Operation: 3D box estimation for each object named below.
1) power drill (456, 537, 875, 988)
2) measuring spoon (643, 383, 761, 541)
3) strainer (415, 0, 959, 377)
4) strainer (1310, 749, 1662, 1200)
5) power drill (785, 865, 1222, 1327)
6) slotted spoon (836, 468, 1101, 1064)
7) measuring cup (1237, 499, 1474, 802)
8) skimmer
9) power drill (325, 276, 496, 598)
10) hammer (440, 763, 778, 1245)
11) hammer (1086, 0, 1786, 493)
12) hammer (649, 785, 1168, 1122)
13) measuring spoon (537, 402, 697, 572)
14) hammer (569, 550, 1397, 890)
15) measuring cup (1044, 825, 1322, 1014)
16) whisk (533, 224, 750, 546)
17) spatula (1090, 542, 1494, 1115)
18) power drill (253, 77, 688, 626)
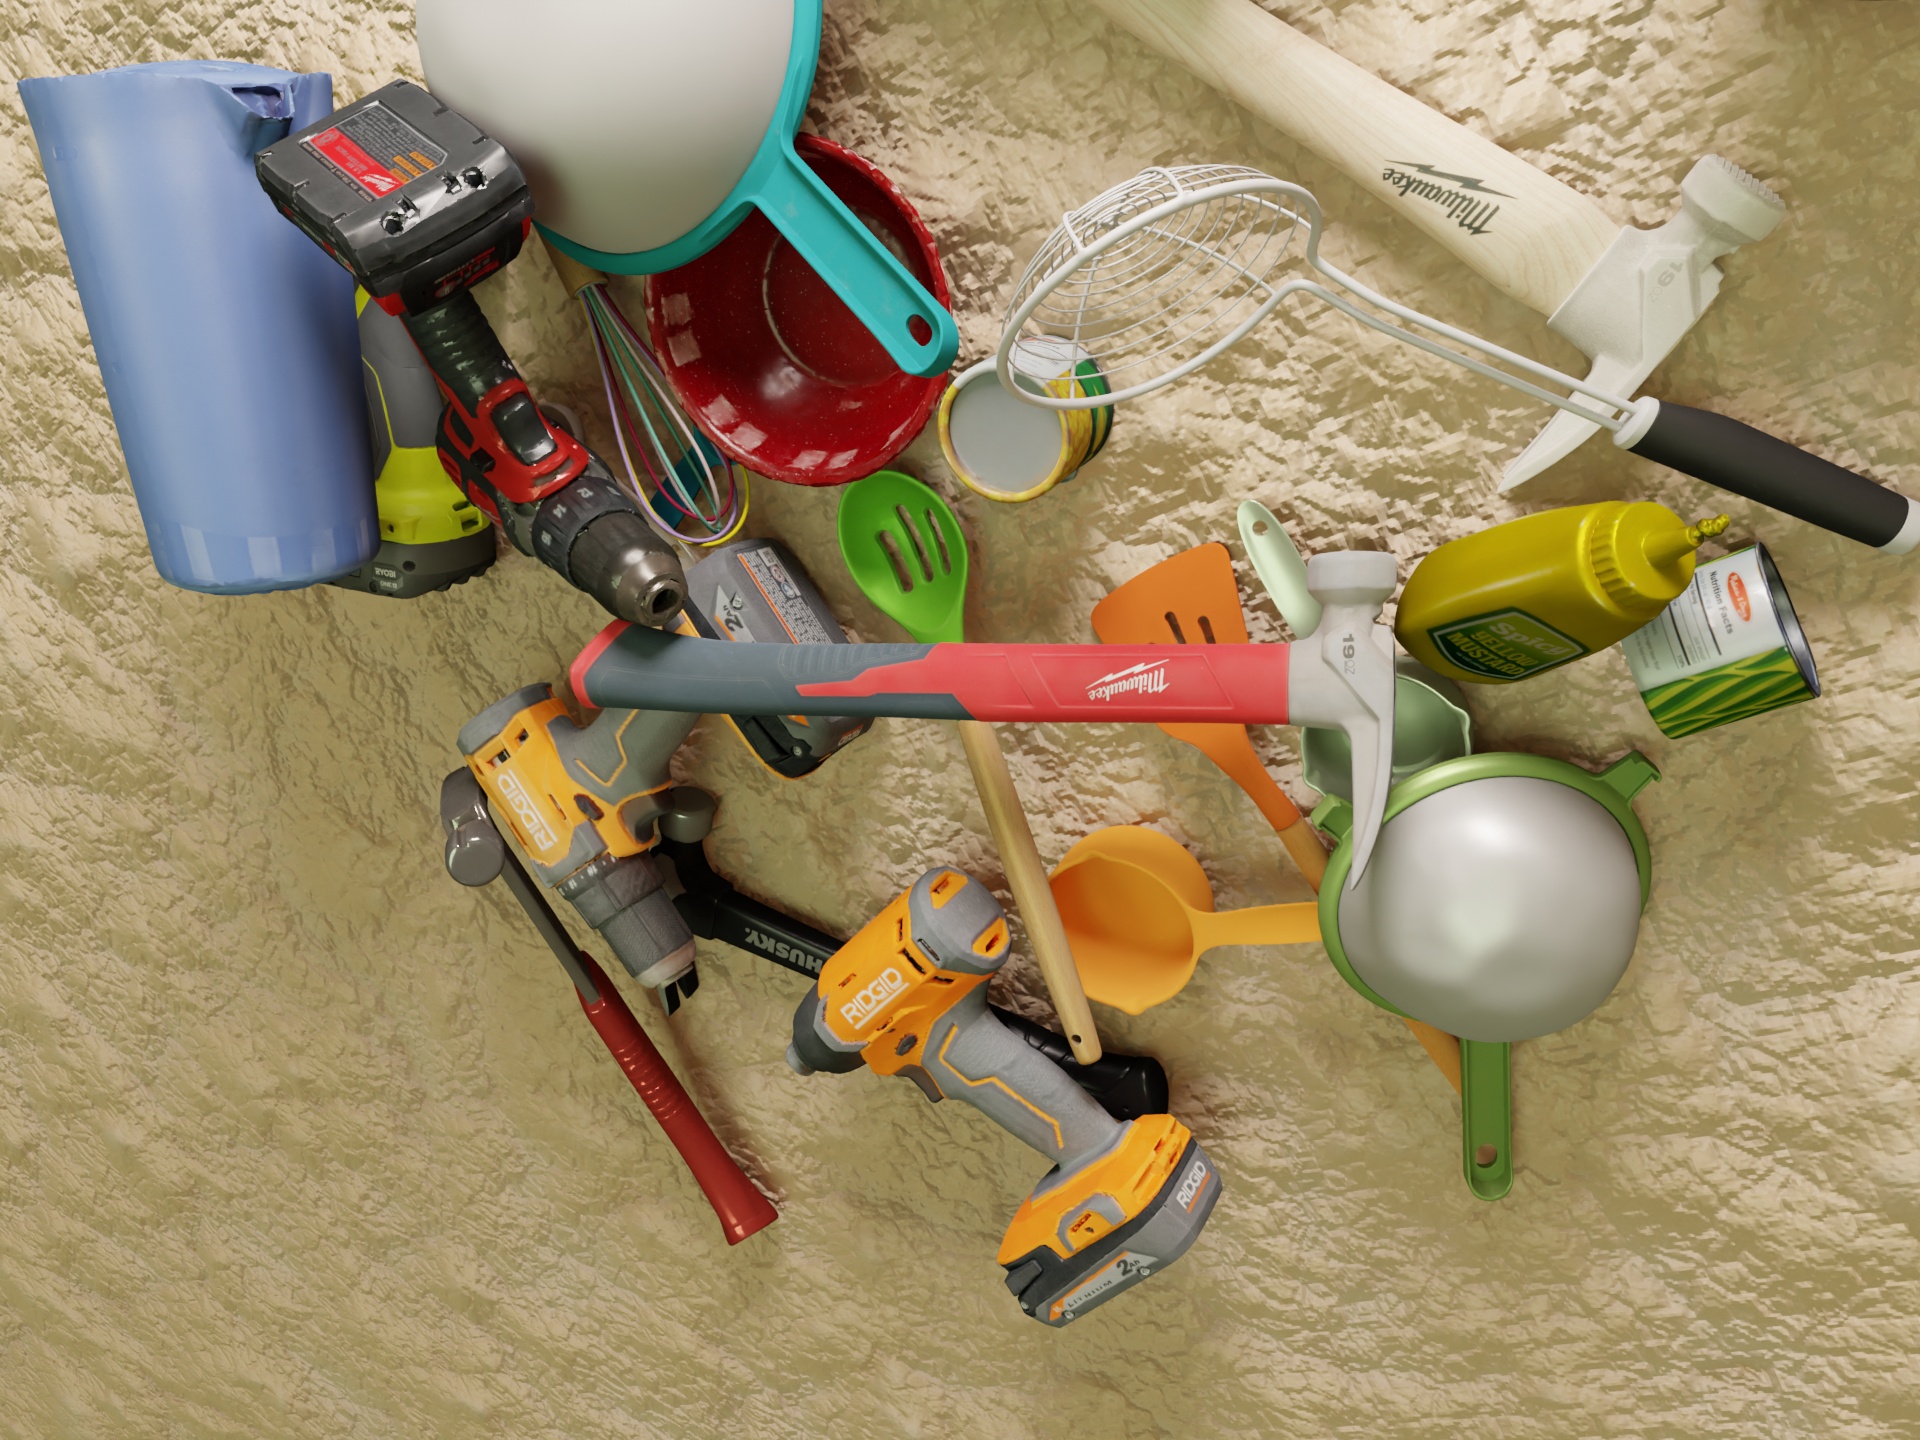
[{"bbox_3d":[-0.151,0.030,0.861,0.226,0.084,0.185,-33,89,26],"label":"power drill"},{"bbox_3d":[-0.138,-0.132,0.845,0.042,0.021,0.128,51,133,5],"label":"measuring spoon"},{"bbox_3d":[-0.130,-0.261,0.666,0.341,0.095,0.211,50,120,21],"label":"strainer"},{"bbox_3d":[0.248,0.139,0.730,0.151,0.069,0.256,-8,117,4],"label":"strainer"},{"bbox_3d":[0.011,0.207,0.853,0.226,0.084,0.164,49,123,3],"label":"power drill"},{"bbox_3d":[0.012,0.023,0.797,0.070,0.031,0.314,-20,89,32],"label":"slotted spoon"},{"bbox_3d":[0.175,-0.032,0.728,0.083,0.038,0.167,-27,98,32],"label":"measuring cup"},{"bbox_3d":[0.195,-0.110,0.594,0.363,0.090,0.127,20,154,-6],"label":"skimmer"},{"bbox_3d":[-0.333,-0.191,0.872,0.171,0.080,0.223,12,114,19],"label":"power drill"},{"bbox_3d":[-0.214,0.186,0.989,0.036,0.149,0.358,-29,113,-5],"label":"hammer"},{"bbox_3d":[0.112,-0.263,0.649,0.410,0.038,0.146,37,125,6],"label":"hammer"},{"bbox_3d":[-0.037,0.161,0.920,0.335,0.035,0.146,21,120,15],"label":"hammer"},{"bbox_3d":[-0.184,-0.126,0.862,0.124,0.018,0.034,44,132,2],"label":"measuring spoon"},{"bbox_3d":[-0.001,-0.002,0.728,0.386,0.038,0.143,1,89,17],"label":"hammer"},{"bbox_3d":[0.124,0.093,0.802,0.173,0.052,0.095,-7,110,26],"label":"measuring cup"},{"bbox_3d":[-0.173,-0.199,0.801,0.047,0.051,0.245,-27,90,21],"label":"whisk"},{"bbox_3d":[0.176,0.064,0.782,0.081,0.041,0.322,-29,103,33],"label":"spatula"},{"bbox_3d":[-0.209,-0.154,0.729,0.188,0.080,0.226,40,158,34],"label":"power drill"}]
